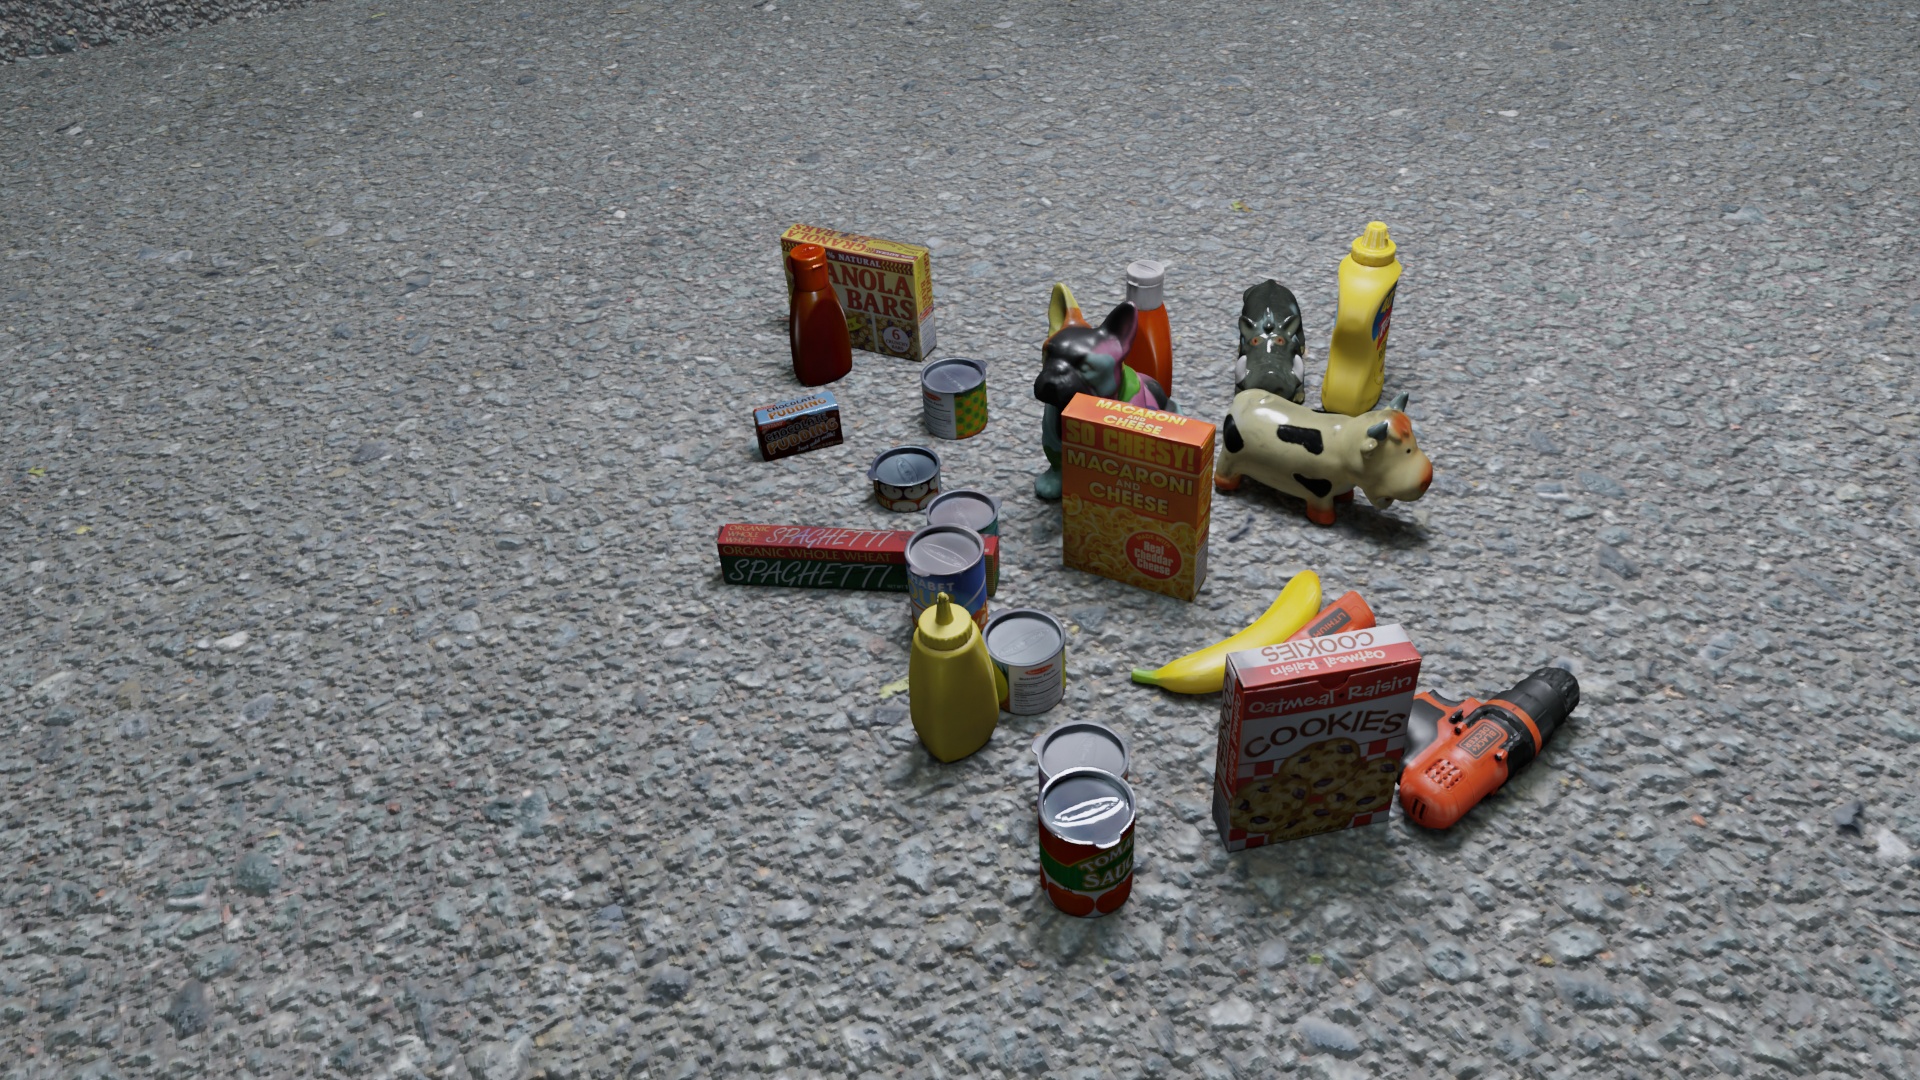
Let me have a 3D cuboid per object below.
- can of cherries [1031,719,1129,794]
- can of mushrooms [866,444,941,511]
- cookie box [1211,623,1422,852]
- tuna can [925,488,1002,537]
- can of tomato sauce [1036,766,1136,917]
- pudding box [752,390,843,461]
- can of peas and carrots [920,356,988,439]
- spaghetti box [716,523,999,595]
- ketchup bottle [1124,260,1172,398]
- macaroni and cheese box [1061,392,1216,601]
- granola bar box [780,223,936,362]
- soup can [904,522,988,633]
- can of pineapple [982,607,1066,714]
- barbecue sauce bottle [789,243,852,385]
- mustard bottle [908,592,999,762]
[{"bbox_3d":[0.087,0.174,1.012,0.071,0.058,0.072,-2,39,2],"label":"can of cherries"},{"bbox_3d":[-0.053,-0.059,1.325,0.071,0.033,0.071,-2,39,2],"label":"can of mushrooms"},{"bbox_3d":[0.242,0.138,0.956,0.123,0.166,0.040,-10,40,-7],"label":"cookie box"},{"bbox_3d":[0.005,-0.016,1.268,0.071,0.032,0.071,-2,39,2],"label":"tuna can"},{"bbox_3d":[0.088,0.208,0.951,0.071,0.082,0.071,-2,39,2],"label":"can of tomato sauce"},{"bbox_3d":[-0.162,-0.115,1.389,0.084,0.049,0.030,-15,41,-13],"label":"pudding box"},{"bbox_3d":[-0.004,-0.145,1.405,0.071,0.058,0.071,-2,39,2],"label":"can of peas and carrots"},{"bbox_3d":[-0.091,0.017,1.223,0.250,0.050,0.029,2,40,8],"label":"spaghetti box"},{"bbox_3d":[0.183,-0.207,1.394,0.044,0.148,0.065,-33,48,-31],"label":"ketchup bottle"},{"bbox_3d":[0.148,-0.037,1.177,0.124,0.165,0.040,16,43,22],"label":"macaroni and cheese box"},{"bbox_3d":[-0.111,-0.270,1.515,0.165,0.123,0.039,15,43,22],"label":"granola bar box"},{"bbox_3d":[-0.013,0.039,1.163,0.071,0.083,0.072,-2,39,2],"label":"soup can"},{"bbox_3d":[0.051,0.095,1.110,0.071,0.057,0.071,-2,39,2],"label":"can of pineapple"},{"bbox_3d":[-0.151,-0.238,1.459,0.065,0.147,0.044,-26,44,-24],"label":"barbecue sauce bottle"},{"bbox_3d":[-0.007,0.095,1.036,0.065,0.159,0.049,-27,44,-25],"label":"mustard bottle"}]
